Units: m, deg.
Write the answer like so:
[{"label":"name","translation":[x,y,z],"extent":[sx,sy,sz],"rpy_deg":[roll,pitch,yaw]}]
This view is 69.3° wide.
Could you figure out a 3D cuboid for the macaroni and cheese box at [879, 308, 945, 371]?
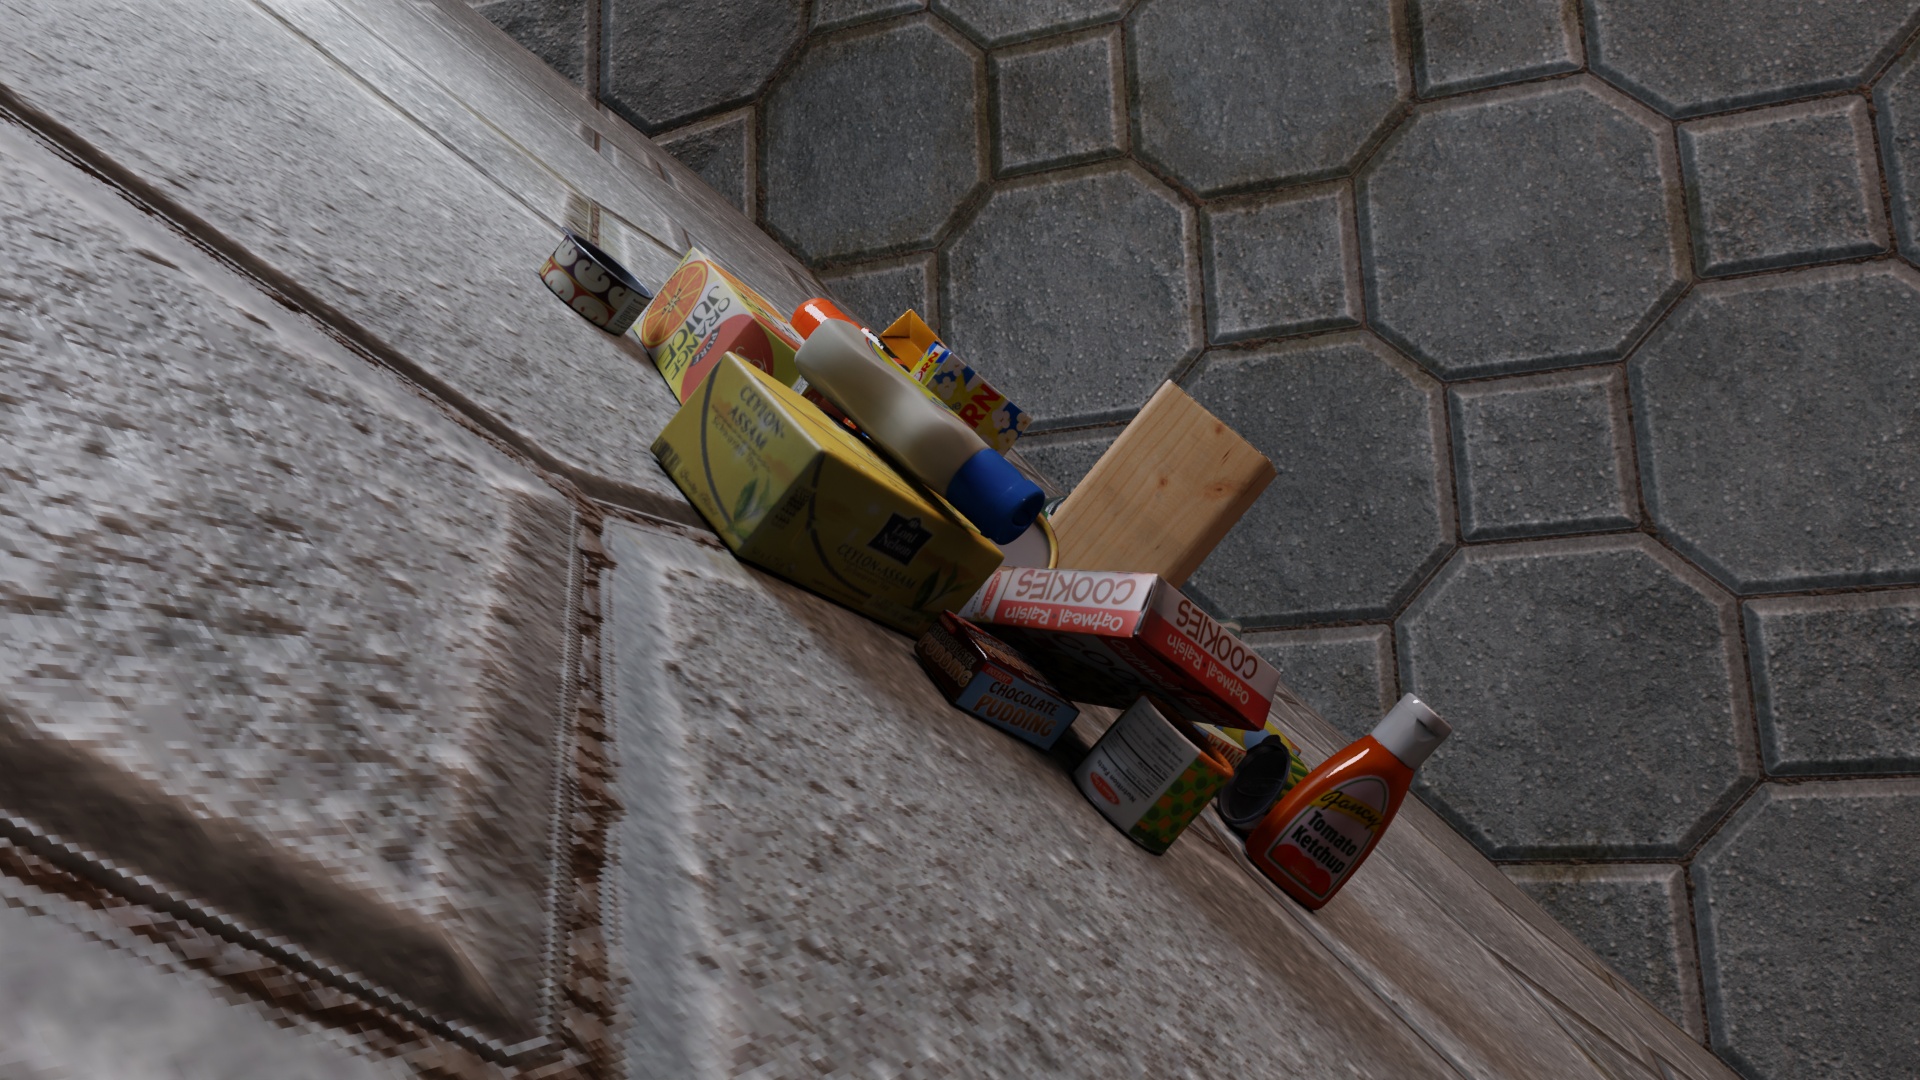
[{"label":"macaroni and cheese box","translation":[-0.014,-0.127,1.232],"extent":[0.124,0.040,0.166],"rpy_deg":[48,-4,6]}]

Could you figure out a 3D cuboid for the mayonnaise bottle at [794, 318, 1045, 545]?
[{"label":"mayonnaise bottle","translation":[-0.020,-0.057,0.729],"extent":[0.148,0.041,0.064],"rpy_deg":[41,4,20]}]

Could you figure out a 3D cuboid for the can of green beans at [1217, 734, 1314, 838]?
[{"label":"can of green beans","translation":[0.222,0.181,0.959],"extent":[0.058,0.071,0.071],"rpy_deg":[38,7,-18]}]

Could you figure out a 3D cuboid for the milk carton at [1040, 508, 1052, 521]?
[{"label":"milk carton","translation":[0.110,0.057,1.134],"extent":[0.190,0.072,0.073],"rpy_deg":[39,7,-1]}]

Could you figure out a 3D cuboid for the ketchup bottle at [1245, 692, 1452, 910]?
[{"label":"ketchup bottle","translation":[0.255,0.165,0.900],"extent":[0.065,0.148,0.043],"rpy_deg":[40,5,-2]}]

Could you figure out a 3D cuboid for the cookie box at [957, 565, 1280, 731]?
[{"label":"cookie box","translation":[0.078,0.060,0.791],"extent":[0.167,0.040,0.123],"rpy_deg":[2,-26,49]}]

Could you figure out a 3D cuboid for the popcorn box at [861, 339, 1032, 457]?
[{"label":"popcorn box","translation":[-0.021,-0.066,0.990],"extent":[0.085,0.126,0.038],"rpy_deg":[37,3,-28]}]

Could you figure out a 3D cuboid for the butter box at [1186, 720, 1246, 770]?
[{"label":"butter box","translation":[0.137,0.135,0.862],"extent":[0.024,0.053,0.103],"rpy_deg":[41,6,37]}]

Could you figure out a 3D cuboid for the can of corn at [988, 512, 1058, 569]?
[{"label":"can of corn","translation":[0.023,0.015,0.885],"extent":[0.071,0.071,0.058],"rpy_deg":[39,-32,-4]}]

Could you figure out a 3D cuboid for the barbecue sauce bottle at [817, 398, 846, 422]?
[{"label":"barbecue sauce bottle","translation":[-0.118,-0.100,1.041],"extent":[0.065,0.043,0.149],"rpy_deg":[42,8,1]}]

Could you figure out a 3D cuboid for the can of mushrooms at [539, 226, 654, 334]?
[{"label":"can of mushrooms","translation":[-0.233,-0.165,0.884],"extent":[0.071,0.033,0.071],"rpy_deg":[39,8,-6]}]

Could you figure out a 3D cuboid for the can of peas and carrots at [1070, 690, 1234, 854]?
[{"label":"can of peas and carrots","translation":[0.103,0.123,0.740],"extent":[0.071,0.058,0.071],"rpy_deg":[40,7,-6]}]

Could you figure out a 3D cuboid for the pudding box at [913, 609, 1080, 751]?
[{"label":"pudding box","translation":[0.019,0.074,0.726],"extent":[0.083,0.030,0.050],"rpy_deg":[34,8,-42]}]

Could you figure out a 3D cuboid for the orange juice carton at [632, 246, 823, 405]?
[{"label":"orange juice carton","translation":[-0.142,-0.114,0.886],"extent":[0.073,0.071,0.193],"rpy_deg":[34,9,-36]}]

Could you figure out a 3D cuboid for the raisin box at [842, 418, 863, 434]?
[{"label":"raisin box","translation":[-0.033,-0.056,1.037],"extent":[0.123,0.086,0.040],"rpy_deg":[37,1,-23]}]

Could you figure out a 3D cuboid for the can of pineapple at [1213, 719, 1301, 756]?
[{"label":"can of pineapple","translation":[0.210,0.162,1.037],"extent":[0.058,0.071,0.071],"rpy_deg":[42,7,18]}]
